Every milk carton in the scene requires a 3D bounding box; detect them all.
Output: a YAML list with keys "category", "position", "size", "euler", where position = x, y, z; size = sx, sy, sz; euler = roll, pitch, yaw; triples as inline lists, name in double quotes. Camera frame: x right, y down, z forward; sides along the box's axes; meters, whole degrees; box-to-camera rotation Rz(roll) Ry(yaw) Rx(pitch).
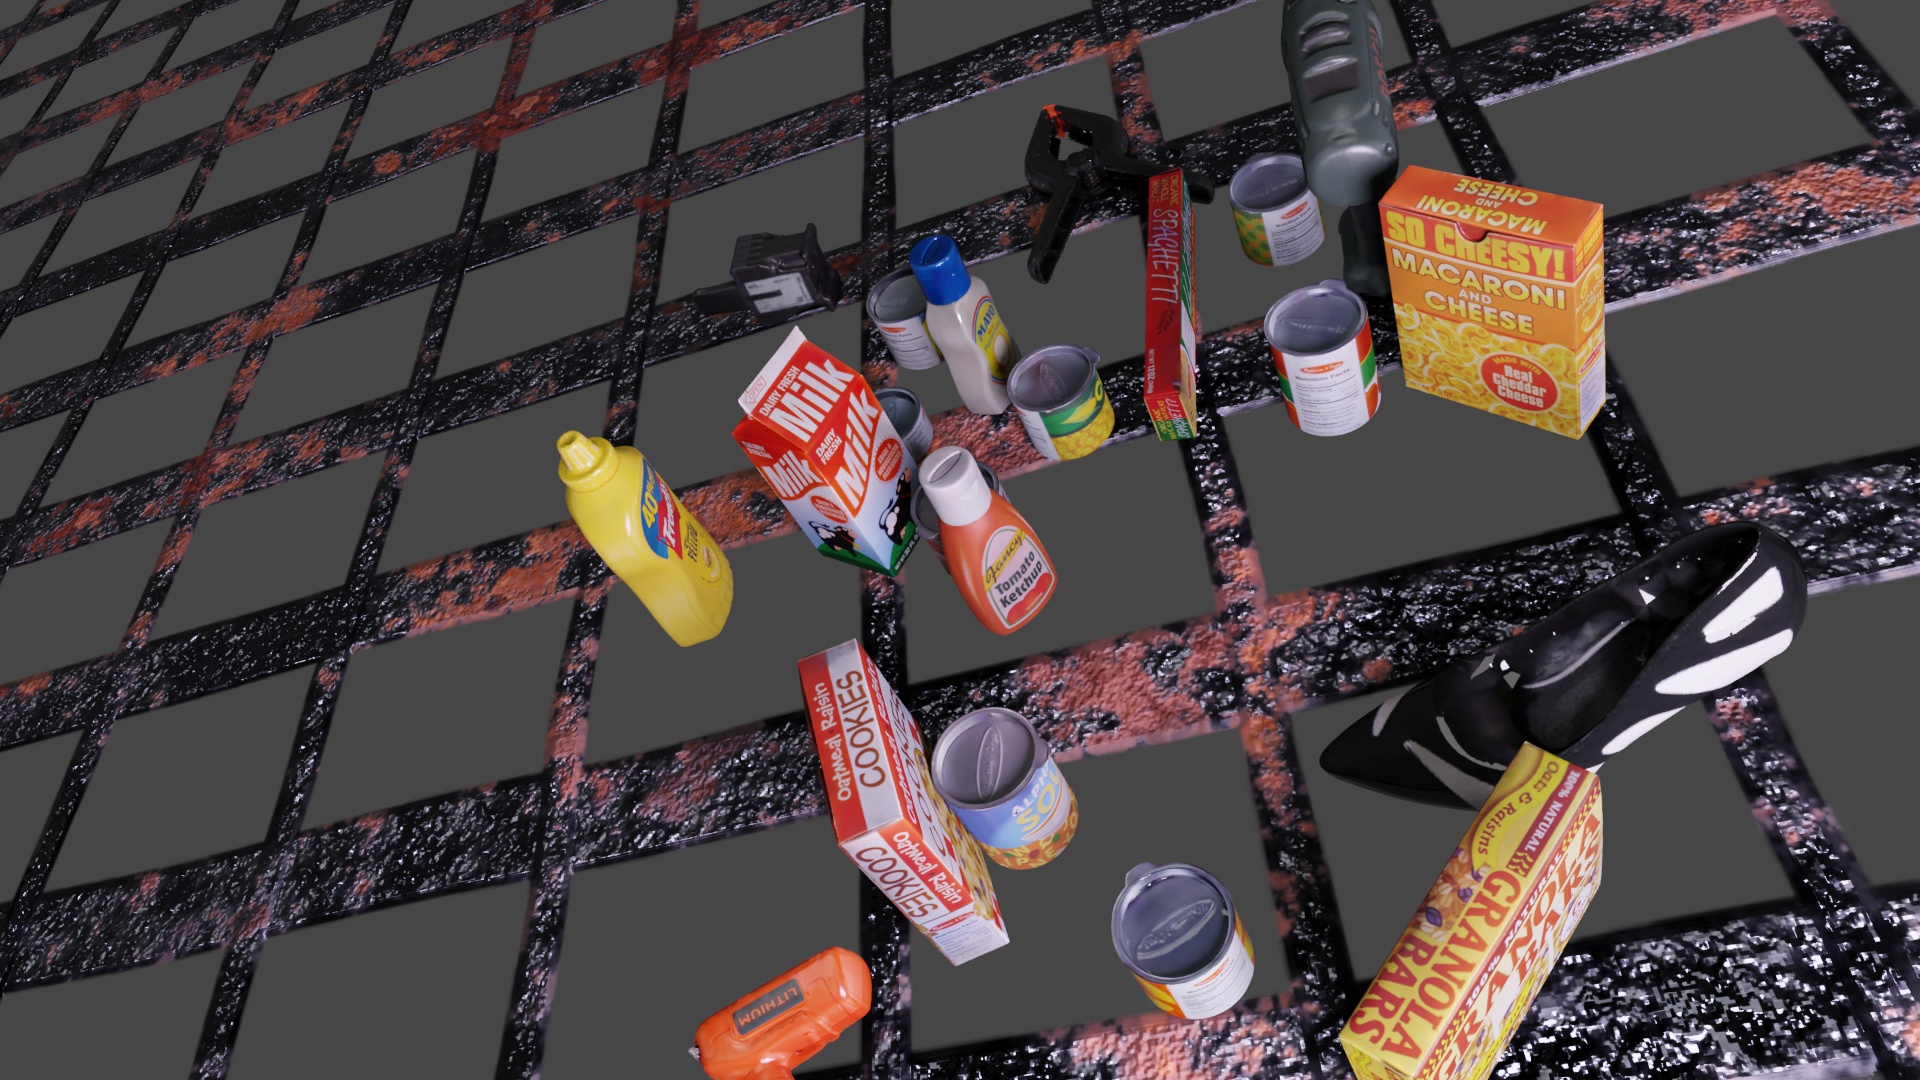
- category: "milk carton"
  position: [-0.092, -0.061, 0.976]
  size: [0.073, 0.189, 0.072]
  euler: [15, 61, 34]

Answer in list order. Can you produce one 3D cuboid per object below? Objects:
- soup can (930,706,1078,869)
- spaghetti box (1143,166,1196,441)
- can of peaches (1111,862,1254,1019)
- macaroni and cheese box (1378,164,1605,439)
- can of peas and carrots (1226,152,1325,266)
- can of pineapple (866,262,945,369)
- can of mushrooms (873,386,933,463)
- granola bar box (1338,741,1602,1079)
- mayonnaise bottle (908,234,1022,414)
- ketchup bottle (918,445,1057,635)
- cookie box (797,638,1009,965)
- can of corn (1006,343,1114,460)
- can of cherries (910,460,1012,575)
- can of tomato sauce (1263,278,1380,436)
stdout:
- category: "soup can"
  position: [0.030, 0.148, 0.822]
  size: [0.071, 0.083, 0.072]
  euler: [-13, 49, 16]
- category: "spaghetti box"
  position: [0.160, -0.184, 1.055]
  size: [0.028, 0.050, 0.251]
  euler: [-8, 50, 19]
- category: "can of peaches"
  position: [0.119, 0.213, 0.744]
  size: [0.071, 0.058, 0.071]
  euler: [-13, 49, 15]
- category: "macaroni and cheese box"
  position: [0.332, -0.146, 0.864]
  size: [0.124, 0.165, 0.040]
  euler: [26, 68, 38]
- category: "can of peas and carrots"
  position: [0.243, -0.255, 1.068]
  size: [0.071, 0.058, 0.071]
  euler: [-13, 49, 15]
- category: "can of pineapple"
  position: [-0.035, -0.184, 1.140]
  size: [0.071, 0.057, 0.071]
  euler: [-13, 49, 15]
- category: "can of mushrooms"
  position: [-0.059, -0.085, 1.087]
  size: [0.071, 0.033, 0.071]
  euler: [-13, 49, 15]
- category: "granola bar box"
  position: [0.247, 0.194, 0.655]
  size: [0.039, 0.123, 0.166]
  euler: [26, 67, 38]
- category: "mayonnaise bottle"
  position: [0.004, -0.163, 1.043]
  size: [0.041, 0.147, 0.065]
  euler: [6, 56, 29]
- category: "ketchup bottle"
  position: [0.015, -0.002, 0.906]
  size: [0.065, 0.148, 0.043]
  euler: [-46, 49, -14]
- category: "cookie box"
  position: [-0.033, 0.151, 0.791]
  size: [0.040, 0.166, 0.123]
  euler: [-25, 47, 5]
- category: "can of corn"
  position: [0.077, -0.102, 1.021]
  size: [0.071, 0.058, 0.071]
  euler: [-13, 49, 15]
- category: "can of cherries"
  position: [0.004, -0.012, 0.982]
  size: [0.071, 0.058, 0.072]
  euler: [-13, 49, 15]
- category: "can of tomato sauce"
  position: [0.247, -0.123, 0.942]
  size: [0.071, 0.082, 0.071]
  euler: [-13, 49, 16]
